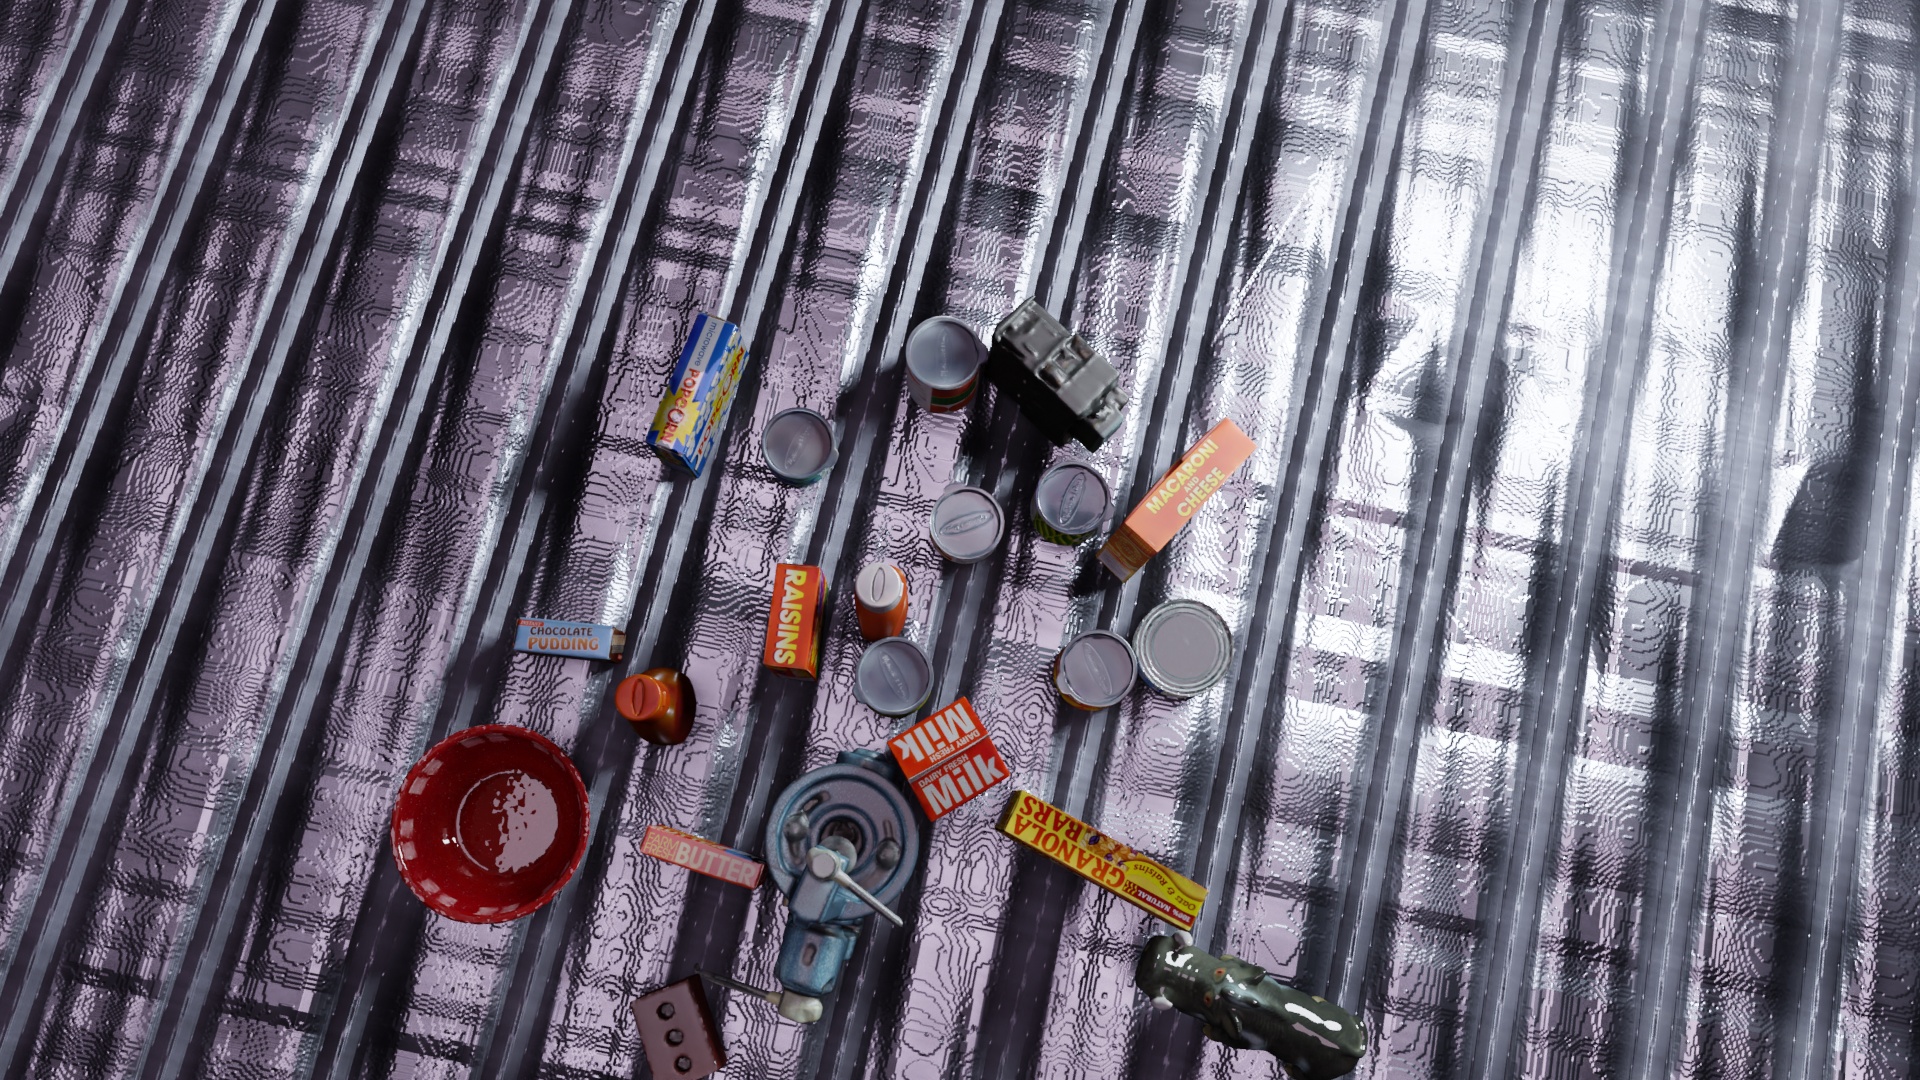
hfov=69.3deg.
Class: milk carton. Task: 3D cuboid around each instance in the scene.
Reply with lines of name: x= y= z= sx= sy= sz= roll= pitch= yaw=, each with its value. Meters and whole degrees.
milk carton: x=-0.011 y=0.177 z=1.116 sx=0.072 sy=0.190 sz=0.073 roll=-30 pitch=82 yaw=-7

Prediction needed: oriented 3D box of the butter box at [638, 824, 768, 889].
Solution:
butter box: x=-0.213 y=0.264 z=1.161 sx=0.103 sy=0.053 sz=0.024 roll=18 pitch=79 yaw=1

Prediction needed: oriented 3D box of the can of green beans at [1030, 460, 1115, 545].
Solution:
can of green beans: x=0.096 y=-0.032 z=1.229 sx=0.071 sy=0.057 sz=0.071 roll=0 pitch=79 yaw=-2

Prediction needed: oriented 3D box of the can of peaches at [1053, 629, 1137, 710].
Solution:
can of peaches: x=0.113 y=0.114 z=1.200 sx=0.071 sy=0.058 sz=0.071 roll=0 pitch=79 yaw=-2

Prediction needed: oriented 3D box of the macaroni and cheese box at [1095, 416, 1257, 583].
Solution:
macaroni and cheese box: x=0.178 y=-0.031 z=1.176 sx=0.040 sy=0.166 sz=0.124 roll=44 pitch=81 yaw=6

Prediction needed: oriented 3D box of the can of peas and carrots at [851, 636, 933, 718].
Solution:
can of peas and carrots: x=-0.059 y=0.120 z=1.193 sx=0.071 sy=0.058 sz=0.071 roll=0 pitch=79 yaw=-2

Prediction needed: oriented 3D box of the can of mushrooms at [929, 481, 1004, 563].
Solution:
can of mushrooms: x=0.004 y=-0.015 z=1.234 sx=0.071 sy=0.033 sz=0.071 roll=0 pitch=79 yaw=-2

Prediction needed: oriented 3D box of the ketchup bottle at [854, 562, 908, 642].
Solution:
ketchup bottle: x=-0.066 y=0.048 z=1.161 sx=0.043 sy=0.148 sz=0.065 roll=8 pitch=79 yaw=0

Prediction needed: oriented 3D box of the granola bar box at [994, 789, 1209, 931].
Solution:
granola bar box: x=0.110 y=0.260 z=1.138 sx=0.165 sy=0.124 sz=0.039 roll=28 pitch=80 yaw=3

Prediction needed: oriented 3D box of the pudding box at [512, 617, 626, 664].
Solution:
pudding box: x=-0.335 y=0.086 z=1.194 sx=0.084 sy=0.049 sz=0.030 roll=6 pitch=79 yaw=-1

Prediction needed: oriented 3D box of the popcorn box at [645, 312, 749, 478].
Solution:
popcorn box: x=-0.229 y=-0.127 z=1.221 sx=0.038 sy=0.085 sz=0.127 roll=20 pitch=79 yaw=2

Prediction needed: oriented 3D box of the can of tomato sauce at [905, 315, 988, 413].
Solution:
can of tomato sauce: x=-0.013 y=-0.155 z=1.236 sx=0.071 sy=0.083 sz=0.071 roll=0 pitch=79 yaw=-2

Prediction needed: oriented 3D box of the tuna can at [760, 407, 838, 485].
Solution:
tuna can: x=-0.142 y=-0.082 z=1.242 sx=0.071 sy=0.032 sz=0.071 roll=0 pitch=79 yaw=-2

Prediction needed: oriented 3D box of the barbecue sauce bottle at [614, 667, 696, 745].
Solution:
barbecue sauce bottle: x=-0.249 y=0.134 z=1.137 sx=0.044 sy=0.148 sz=0.065 roll=2 pitch=79 yaw=-2

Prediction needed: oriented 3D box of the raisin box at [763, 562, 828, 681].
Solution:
raisin box: x=-0.136 y=0.071 z=1.166 sx=0.040 sy=0.123 sz=0.086 roll=7 pitch=79 yaw=-1
